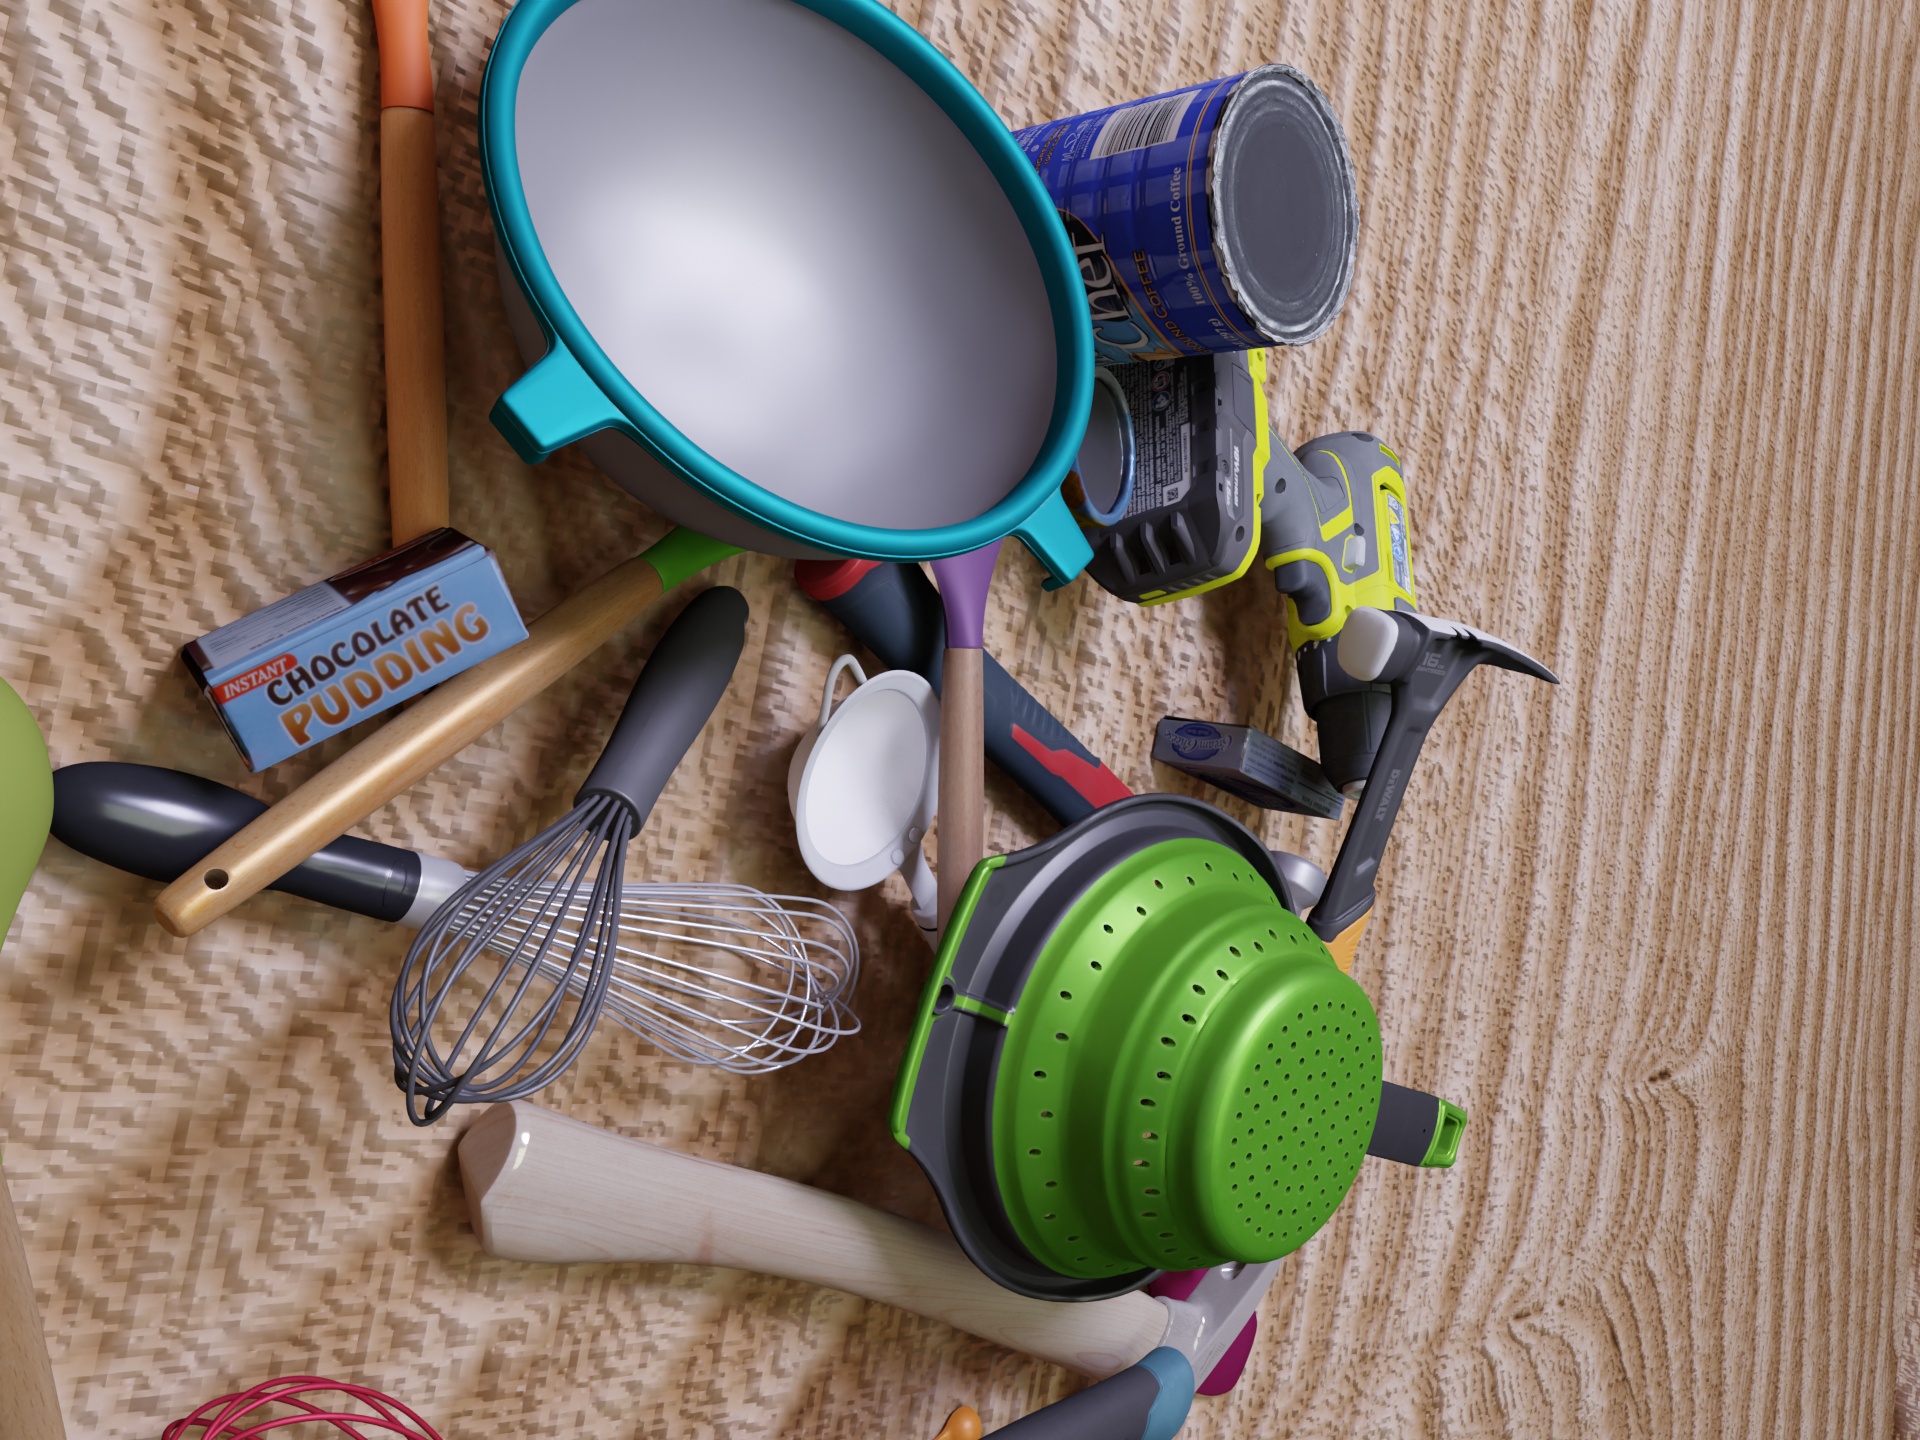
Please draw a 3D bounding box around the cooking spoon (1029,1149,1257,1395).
[{"bbox_3d":[0.080,0.252,0.777,0.318,0.017,0.069,51,57,-37],"label":"cooking spoon"}]

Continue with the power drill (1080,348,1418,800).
[{"bbox_3d":[0.149,-0.077,0.754,0.228,0.080,0.191,26,58,-45],"label":"power drill"}]

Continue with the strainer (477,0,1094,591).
[{"bbox_3d":[-0.071,-0.192,0.534,0.210,0.095,0.341,10,64,-35],"label":"strainer"}]

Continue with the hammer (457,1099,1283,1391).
[{"bbox_3d":[-0.013,0.211,0.635,0.410,0.038,0.146,33,93,-40],"label":"hammer"}]

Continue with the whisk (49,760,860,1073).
[{"bbox_3d":[-0.140,0.061,0.503,0.284,0.070,0.070,25,76,-41],"label":"whisk"}]

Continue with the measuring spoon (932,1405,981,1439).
[{"bbox_3d":[-0.029,0.333,0.673,0.117,0.011,0.021,-29,114,-42],"label":"measuring spoon"}]

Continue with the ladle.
[{"bbox_3d":[-0.252,0.133,0.405,0.078,0.062,0.320,-18,113,-44],"label":"ladle"}]

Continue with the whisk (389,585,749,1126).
[{"bbox_3d":[-0.108,0.025,0.486,0.055,0.055,0.239,63,27,-30],"label":"whisk"}]

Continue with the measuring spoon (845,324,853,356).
[{"bbox_3d":[-0.020,-0.114,0.644,0.128,0.021,0.042,51,46,-47],"label":"measuring spoon"}]

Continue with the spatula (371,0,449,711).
[{"bbox_3d":[-0.160,-0.155,0.468,0.081,0.041,0.322,-4,98,-31],"label":"spatula"}]

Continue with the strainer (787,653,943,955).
[{"bbox_3d":[-0.016,0.070,0.644,0.087,0.050,0.258,-49,132,-29],"label":"strainer"}]

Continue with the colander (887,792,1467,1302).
[{"bbox_3d":[0.146,0.160,0.656,0.396,0.094,0.204,25,82,-43],"label":"colander"}]

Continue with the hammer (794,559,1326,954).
[{"bbox_3d":[0.051,0.049,0.715,0.385,0.038,0.143,42,66,-41],"label":"hammer"}]

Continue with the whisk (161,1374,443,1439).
[{"bbox_3d":[-0.146,0.287,0.513,0.073,0.073,0.295,-57,135,-26],"label":"whisk"}]

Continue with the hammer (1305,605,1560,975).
[{"bbox_3d":[0.178,0.112,0.762,0.127,0.034,0.337,8,107,-36],"label":"hammer"}]

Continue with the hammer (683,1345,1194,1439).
[{"bbox_3d":[-0.019,0.295,0.585,0.330,0.033,0.128,2,107,-48],"label":"hammer"}]

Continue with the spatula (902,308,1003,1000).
[{"bbox_3d":[-0.001,-0.002,0.608,0.059,0.018,0.316,-2,94,-44],"label":"spatula"}]

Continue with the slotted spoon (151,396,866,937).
[{"bbox_3d":[-0.115,-0.032,0.504,0.070,0.031,0.314,47,49,-1],"label":"slotted spoon"}]
